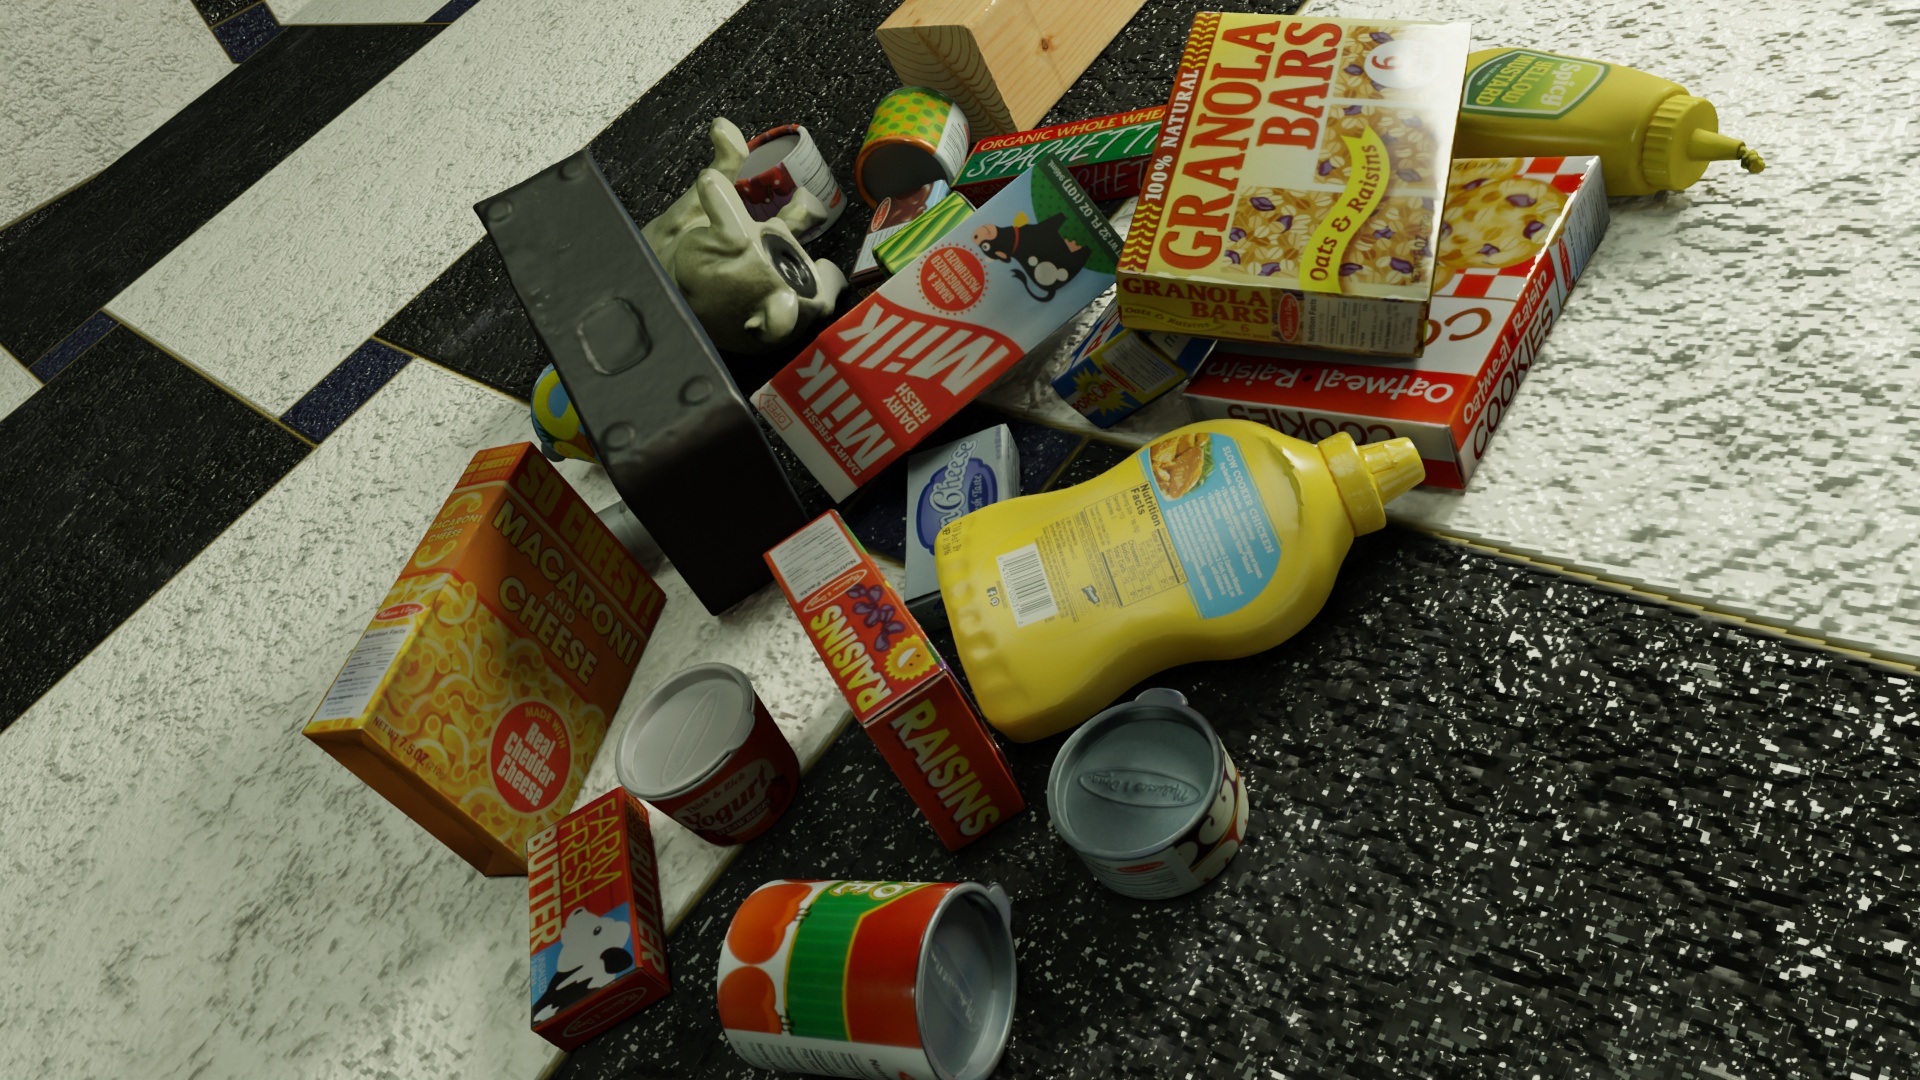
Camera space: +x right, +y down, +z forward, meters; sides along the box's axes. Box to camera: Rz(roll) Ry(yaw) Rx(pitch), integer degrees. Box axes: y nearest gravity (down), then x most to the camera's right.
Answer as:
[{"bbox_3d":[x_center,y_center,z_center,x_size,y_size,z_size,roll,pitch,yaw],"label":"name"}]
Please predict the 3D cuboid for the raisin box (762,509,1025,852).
[{"bbox_3d":[-0.028,0.054,0.562,0.040,0.085,0.124,-32,39,-5],"label":"raisin box"}]

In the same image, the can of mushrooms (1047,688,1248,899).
[{"bbox_3d":[0.069,0.091,0.501,0.071,0.033,0.071,-19,41,18],"label":"can of mushrooms"}]

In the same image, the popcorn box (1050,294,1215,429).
[{"bbox_3d":[0.104,-0.118,0.658,0.127,0.038,0.085,-53,8,-23],"label":"popcorn box"}]

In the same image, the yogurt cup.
[{"bbox_3d":[-0.106,0.095,0.598,0.072,0.053,0.073,-19,41,17],"label":"yogurt cup"}]

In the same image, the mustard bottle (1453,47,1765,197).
[{"bbox_3d":[0.285,-0.186,0.628,0.065,0.048,0.160,-46,41,-12],"label":"mustard bottle"}]

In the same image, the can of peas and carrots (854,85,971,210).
[{"bbox_3d":[-0.032,-0.246,0.888,0.071,0.070,0.059,-10,45,26],"label":"can of peas and carrots"}]

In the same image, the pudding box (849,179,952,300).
[{"bbox_3d":[-0.032,-0.181,0.850,0.049,0.030,0.084,-12,44,26],"label":"pudding box"}]

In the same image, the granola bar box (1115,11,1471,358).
[{"bbox_3d":[0.146,-0.157,0.597,0.124,0.039,0.166,9,59,17],"label":"granola bar box"}]

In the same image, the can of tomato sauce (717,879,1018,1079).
[{"bbox_3d":[-0.031,0.150,0.481,0.083,0.071,0.071,-7,46,30],"label":"can of tomato sauce"}]

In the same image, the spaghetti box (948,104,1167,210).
[{"bbox_3d":[0.109,-0.226,0.802,0.250,0.028,0.050,0,50,34],"label":"spaghetti box"}]

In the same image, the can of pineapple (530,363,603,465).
[{"bbox_3d":[-0.216,-0.076,0.840,0.058,0.070,0.071,13,58,41],"label":"can of pineapple"}]

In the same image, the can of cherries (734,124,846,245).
[{"bbox_3d":[-0.123,-0.241,0.950,0.071,0.058,0.072,-18,42,17],"label":"can of cherries"}]

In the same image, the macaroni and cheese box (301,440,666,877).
[{"bbox_3d":[-0.216,0.055,0.658,0.040,0.123,0.167,-8,45,27],"label":"macaroni and cheese box"}]

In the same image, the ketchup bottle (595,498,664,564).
[{"bbox_3d":[-0.231,0.020,0.768,0.149,0.043,0.065,-25,41,9],"label":"ketchup bottle"}]

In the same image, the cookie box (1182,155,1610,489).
[{"bbox_3d":[0.192,-0.101,0.611,0.123,0.040,0.168,12,56,41],"label":"cookie box"}]

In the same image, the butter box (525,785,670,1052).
[{"bbox_3d":[-0.156,0.157,0.590,0.053,0.024,0.104,-30,39,5],"label":"butter box"}]

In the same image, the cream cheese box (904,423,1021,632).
[{"bbox_3d":[0.002,-0.008,0.654,0.053,0.024,0.104,-19,41,17],"label":"cream cheese box"}]

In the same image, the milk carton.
[{"bbox_3d":[-0.011,-0.105,0.702,0.191,0.072,0.073,-40,6,-5],"label":"milk carton"}]

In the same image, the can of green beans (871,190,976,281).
[{"bbox_3d":[-0.008,-0.151,0.776,0.058,0.071,0.071,-35,39,-1],"label":"can of green beans"}]
